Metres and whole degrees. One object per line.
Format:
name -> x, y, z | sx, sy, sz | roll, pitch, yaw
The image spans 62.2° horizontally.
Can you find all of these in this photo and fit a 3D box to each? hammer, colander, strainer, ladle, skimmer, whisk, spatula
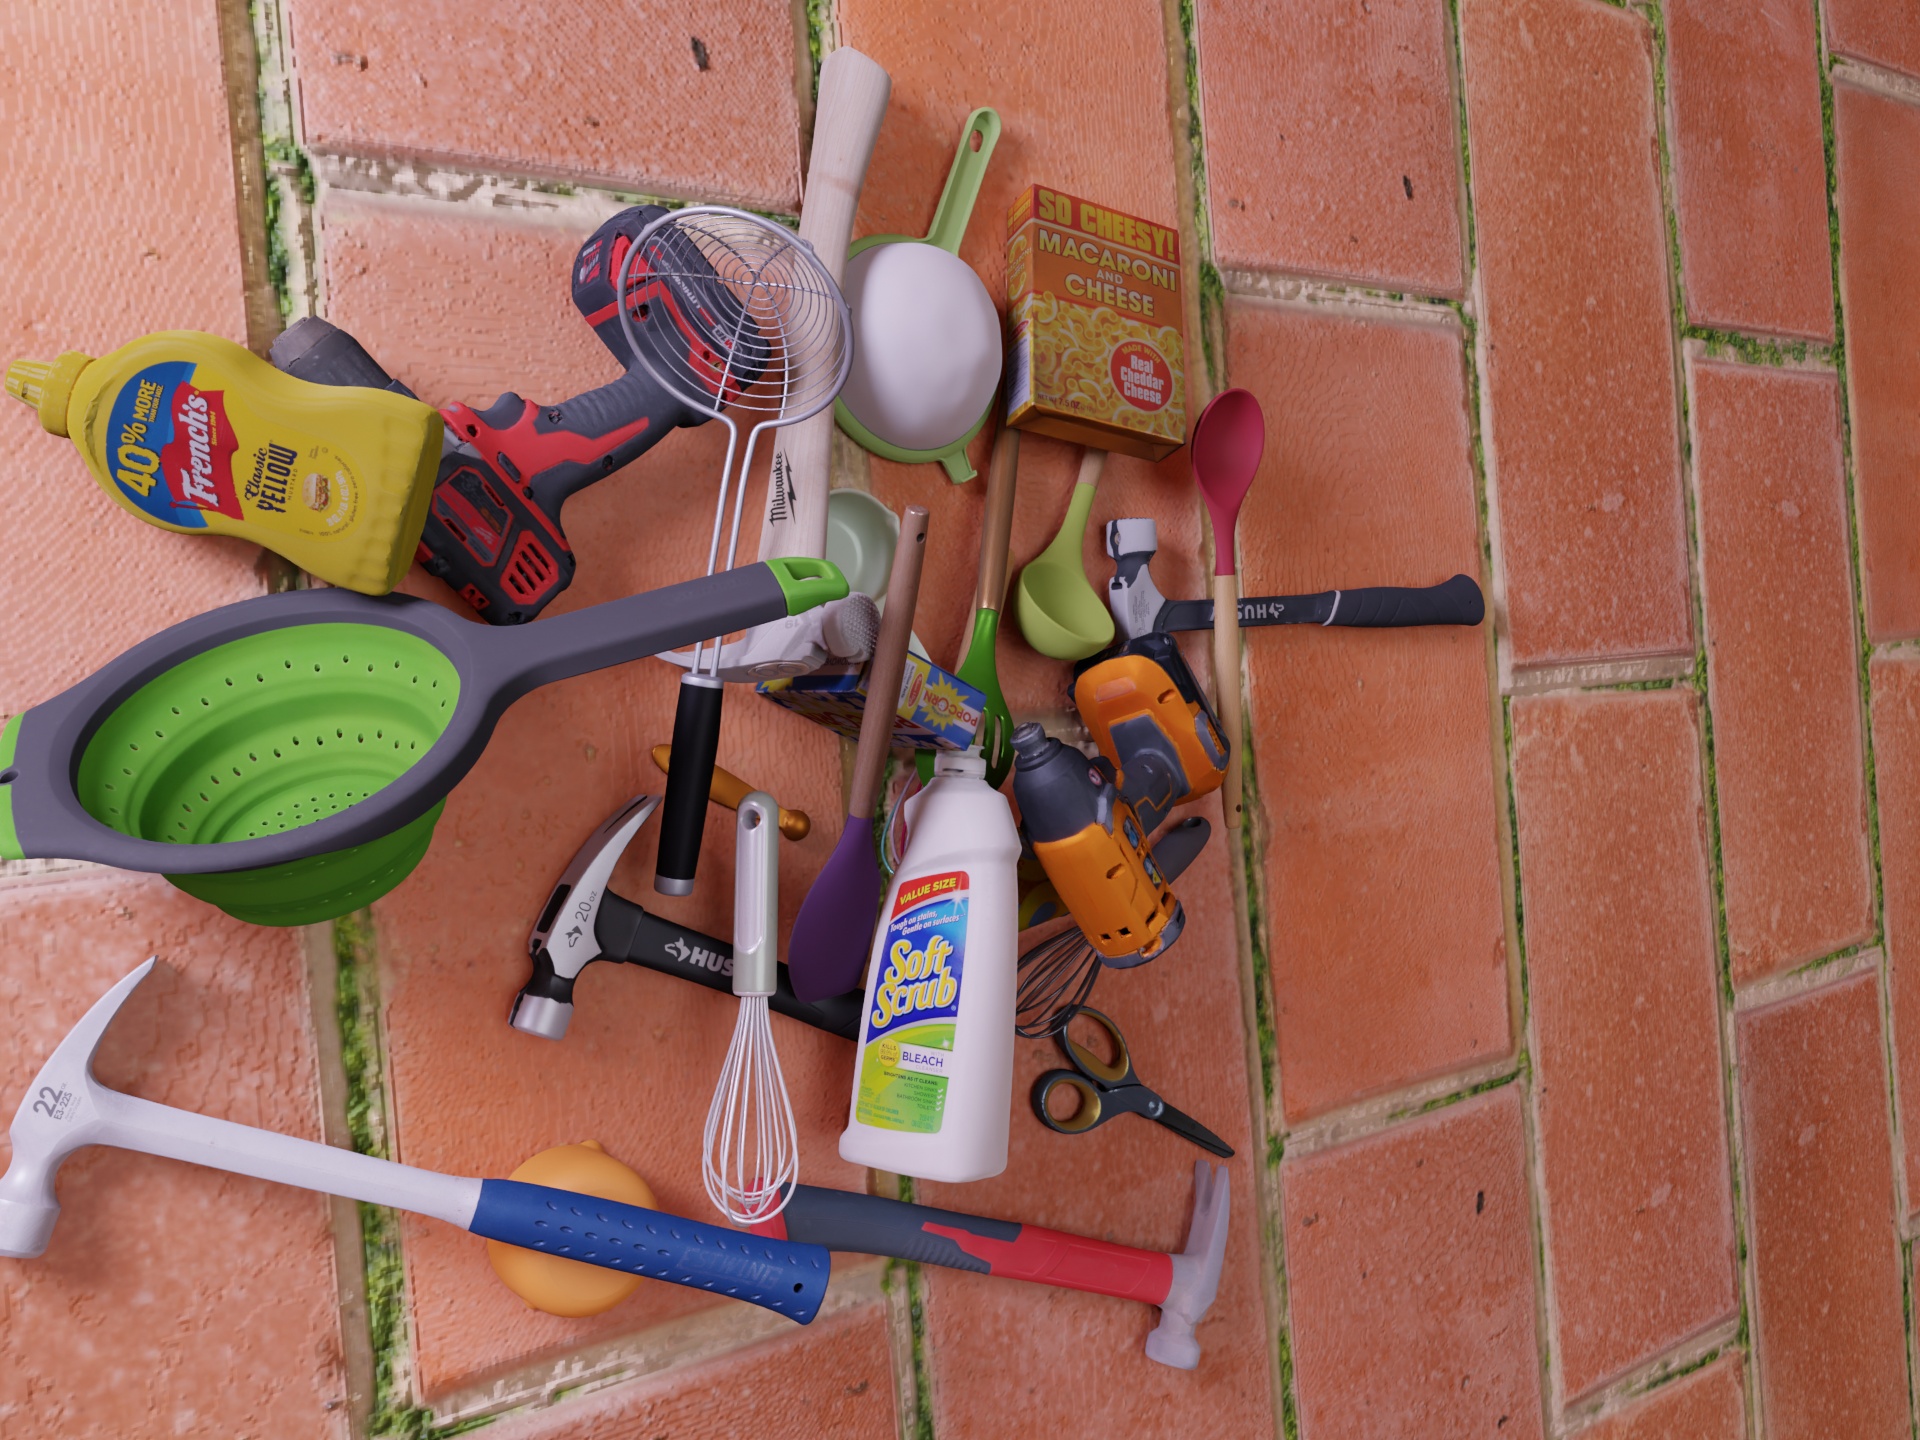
hammer -> 0.277, -0.082, 1.246 | 0.408, 0.036, 0.149 | -5, 92, -36
colander -> -0.241, 0.007, 0.780 | 0.397, 0.205, 0.094 | -17, 131, -17
hammer -> 0.030, 0.334, 1.052 | 0.386, 0.038, 0.143 | 23, 74, -33
strainer -> -0.004, -0.293, 1.032 | 0.151, 0.069, 0.256 | 25, 75, -32
ladle -> 0.194, -0.079, 1.149 | 0.069, 0.031, 0.315 | -5, 95, -34
skimmer -> -0.137, -0.079, 0.840 | 0.127, 0.090, 0.363 | 10, 97, 7
whisk -> 0.106, 0.139, 1.110 | 0.239, 0.055, 0.055 | -40, 111, -33
whisk -> -0.119, 0.163, 0.908 | 0.059, 0.058, 0.246 | 16, 74, -69
whisk -> -0.003, -0.003, 1.045 | 0.047, 0.051, 0.245 | 51, 50, -63
hammer -> -0.099, 0.161, 0.969 | 0.334, 0.035, 0.146 | 26, 74, -32
ladle -> 0.101, -0.190, 1.114 | 0.078, 0.062, 0.320 | 23, 72, -24
hammer -> -0.255, 0.237, 0.806 | 0.405, 0.035, 0.144 | 21, 75, -20
hammer -> -0.097, -0.221, 0.956 | 0.038, 0.146, 0.411 | 28, 61, -51
spatula -> -0.053, 0.030, 0.888 | 0.059, 0.018, 0.315 | -8, 122, -37

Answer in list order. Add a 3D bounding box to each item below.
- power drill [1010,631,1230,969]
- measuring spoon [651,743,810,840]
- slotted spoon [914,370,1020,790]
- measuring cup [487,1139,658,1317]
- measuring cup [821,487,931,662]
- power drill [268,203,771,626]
power drill -> 0.100, 0.031, 1.031 | 0.164, 0.084, 0.227 | 59, 30, -18
measuring spoon -> -0.136, 0.043, 0.960 | 0.116, 0.011, 0.021 | 31, 71, -30
slotted spoon -> 0.019, -0.094, 1.038 | 0.070, 0.031, 0.314 | 17, 67, -25
measuring cup -> -0.177, 0.299, 0.896 | 0.173, 0.052, 0.095 | 28, 73, -29
measuring cup -> -0.056, -0.067, 1.006 | 0.083, 0.038, 0.167 | -40, 111, -30
power drill -> -0.234, -0.185, 0.863 | 0.227, 0.080, 0.187 | -49, 115, -23
